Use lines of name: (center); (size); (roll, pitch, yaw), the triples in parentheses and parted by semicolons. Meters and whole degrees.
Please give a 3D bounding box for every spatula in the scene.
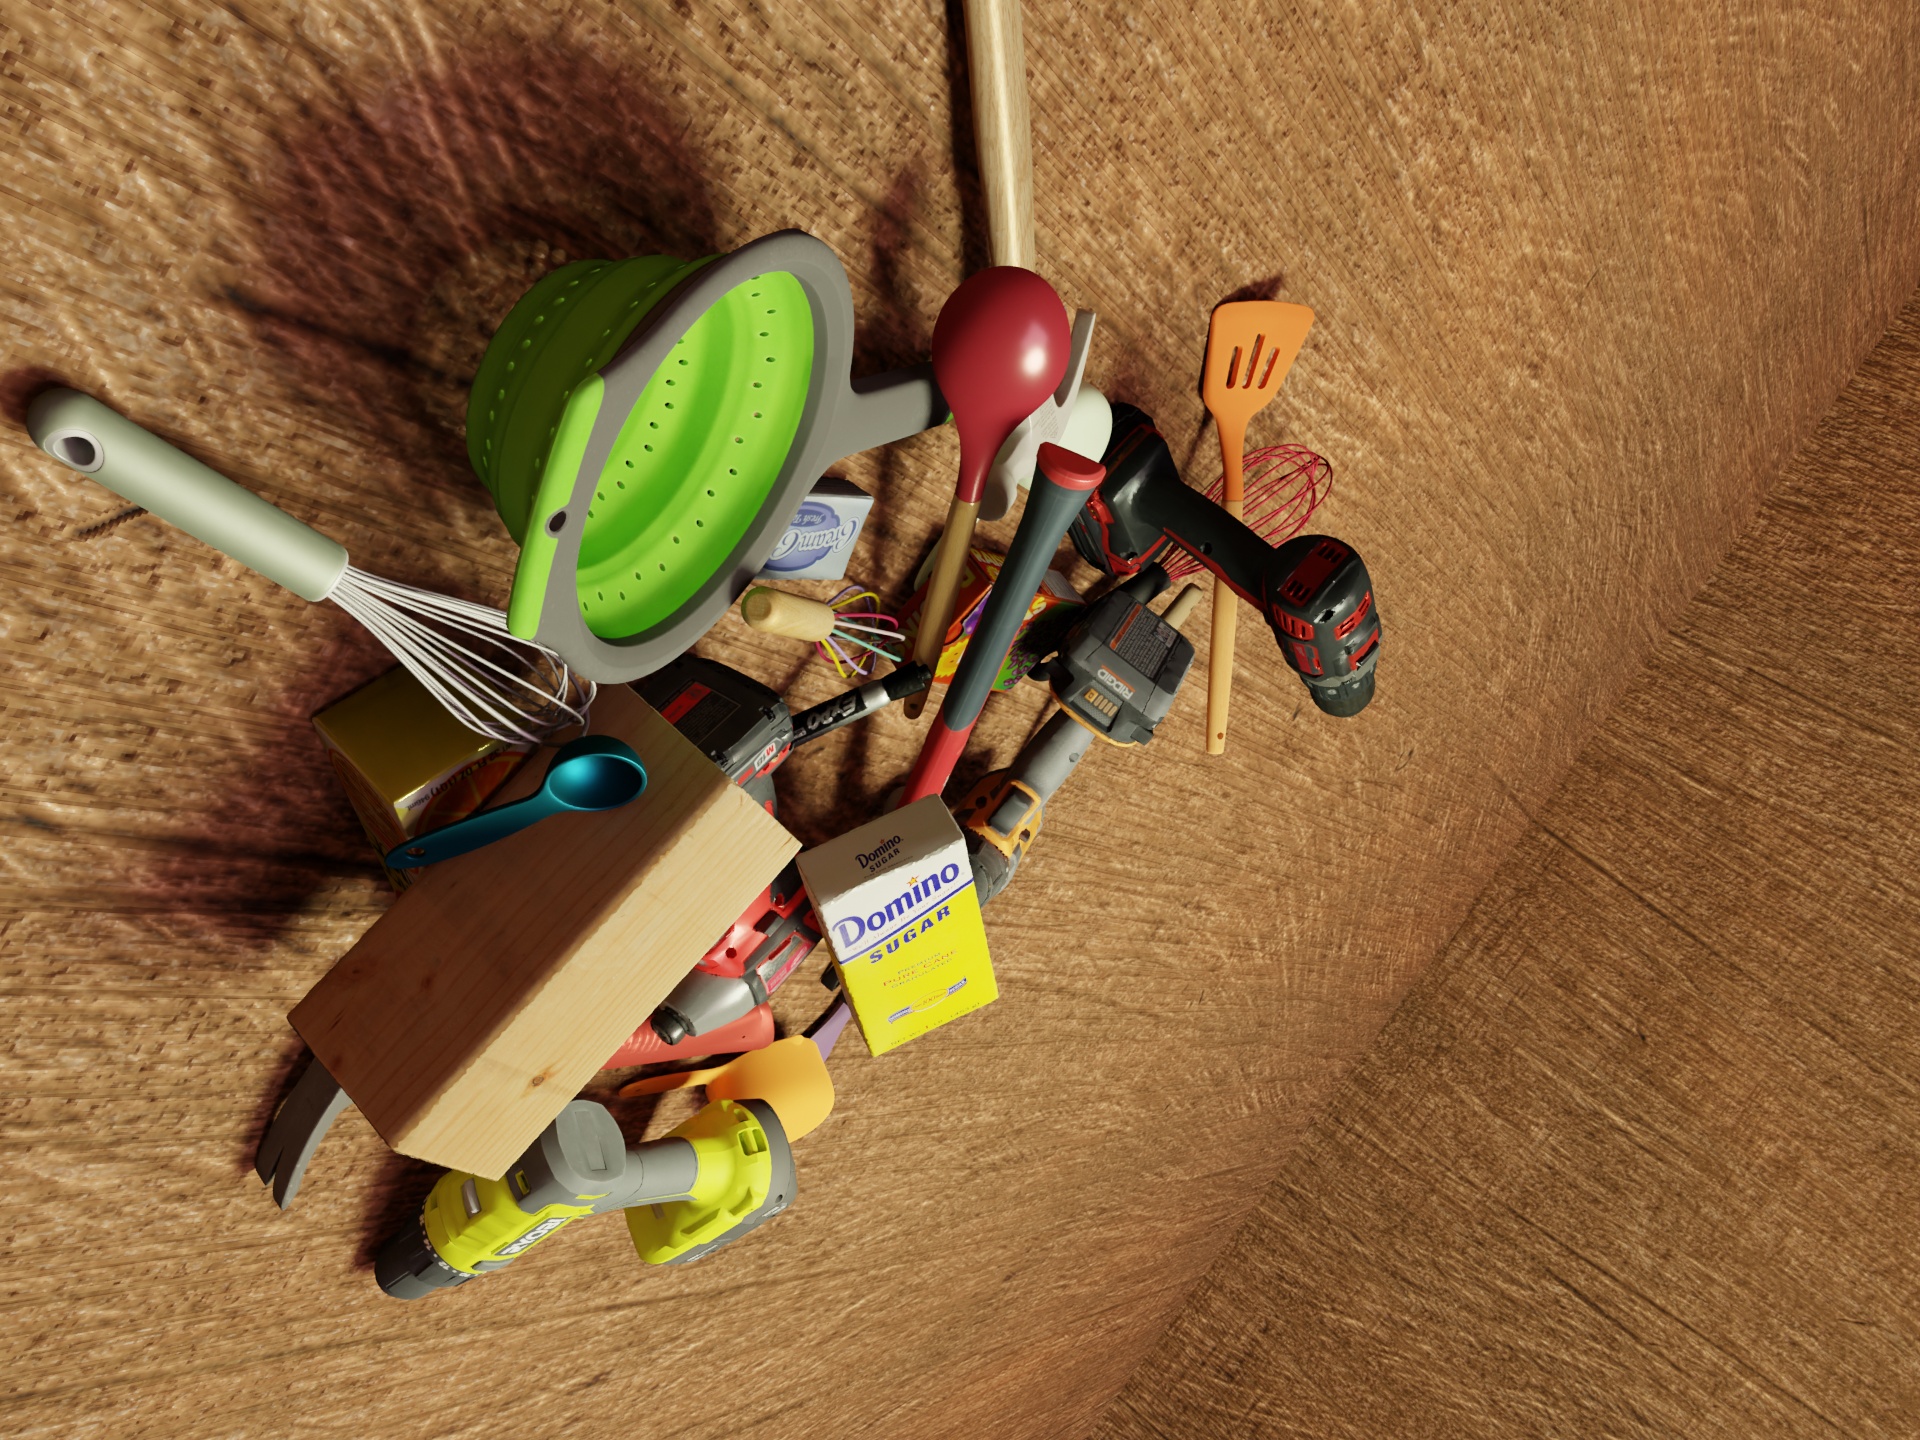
spatula: (0.195, -0.131, 1.128); (0.081, 0.041, 0.322); (-4, 105, -22)
spatula: (-0.072, 0.195, 1.218); (0.316, 0.018, 0.059); (-55, 153, 7)

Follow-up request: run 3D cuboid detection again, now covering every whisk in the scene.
whisk: (0.162, -0.118, 1.169); (0.296, 0.073, 0.073); (-37, 148, -16)
whisk: (-0.072, -0.048, 0.854); (0.047, 0.051, 0.245); (-43, 173, 7)
whisk: (-0.240, -0.054, 0.620); (0.058, 0.059, 0.246); (-33, 135, 23)

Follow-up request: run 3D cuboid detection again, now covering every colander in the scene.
colander: (-0.106, -0.150, 0.740); (0.397, 0.094, 0.204); (-37, 154, -60)

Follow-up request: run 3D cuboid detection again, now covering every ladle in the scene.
ladle: (-0.002, -0.106, 0.874); (0.315, 0.069, 0.031); (106, -7, -48)

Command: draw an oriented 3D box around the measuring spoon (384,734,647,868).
measuring spoon: (-0.193, 0.034, 0.682); (0.128, 0.021, 0.042); (-21, 144, 14)

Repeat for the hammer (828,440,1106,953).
hammer: (-0.001, -0.003, 0.936); (0.386, 0.038, 0.143); (114, -2, -47)

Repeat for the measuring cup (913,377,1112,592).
measuring cup: (0.033, -0.139, 0.978); (0.167, 0.038, 0.083); (-53, 151, 0)

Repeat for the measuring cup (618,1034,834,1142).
measuring cup: (-0.162, 0.272, 1.122); (0.173, 0.052, 0.095); (6, 136, -49)

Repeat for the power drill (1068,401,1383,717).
power drill: (0.179, -0.094, 1.042); (0.080, 0.227, 0.187); (-49, 150, -6)

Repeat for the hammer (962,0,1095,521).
hammer: (0.025, -0.267, 0.809); (0.130, 0.031, 0.331); (-57, 153, -36)

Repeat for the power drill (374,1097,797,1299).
power drill: (-0.233, 0.302, 1.001); (0.190, 0.080, 0.228); (-37, 151, 24)

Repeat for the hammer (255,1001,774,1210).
hammer: (-0.240, 0.207, 0.967); (0.149, 0.037, 0.358); (-54, 152, 15)

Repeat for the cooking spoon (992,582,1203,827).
cooking spoon: (0.079, 0.021, 1.194); (0.318, 0.017, 0.068); (-52, 160, 22)

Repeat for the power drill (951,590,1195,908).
power drill: (0.052, 0.036, 1.063); (0.226, 0.084, 0.185); (-53, 179, 27)

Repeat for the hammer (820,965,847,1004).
hammer: (-0.149, 0.143, 1.036); (0.336, 0.034, 0.127); (5, 117, -56)

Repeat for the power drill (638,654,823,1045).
power drill: (-0.141, 0.084, 0.900); (0.143, 0.079, 0.219); (-46, 146, -29)
